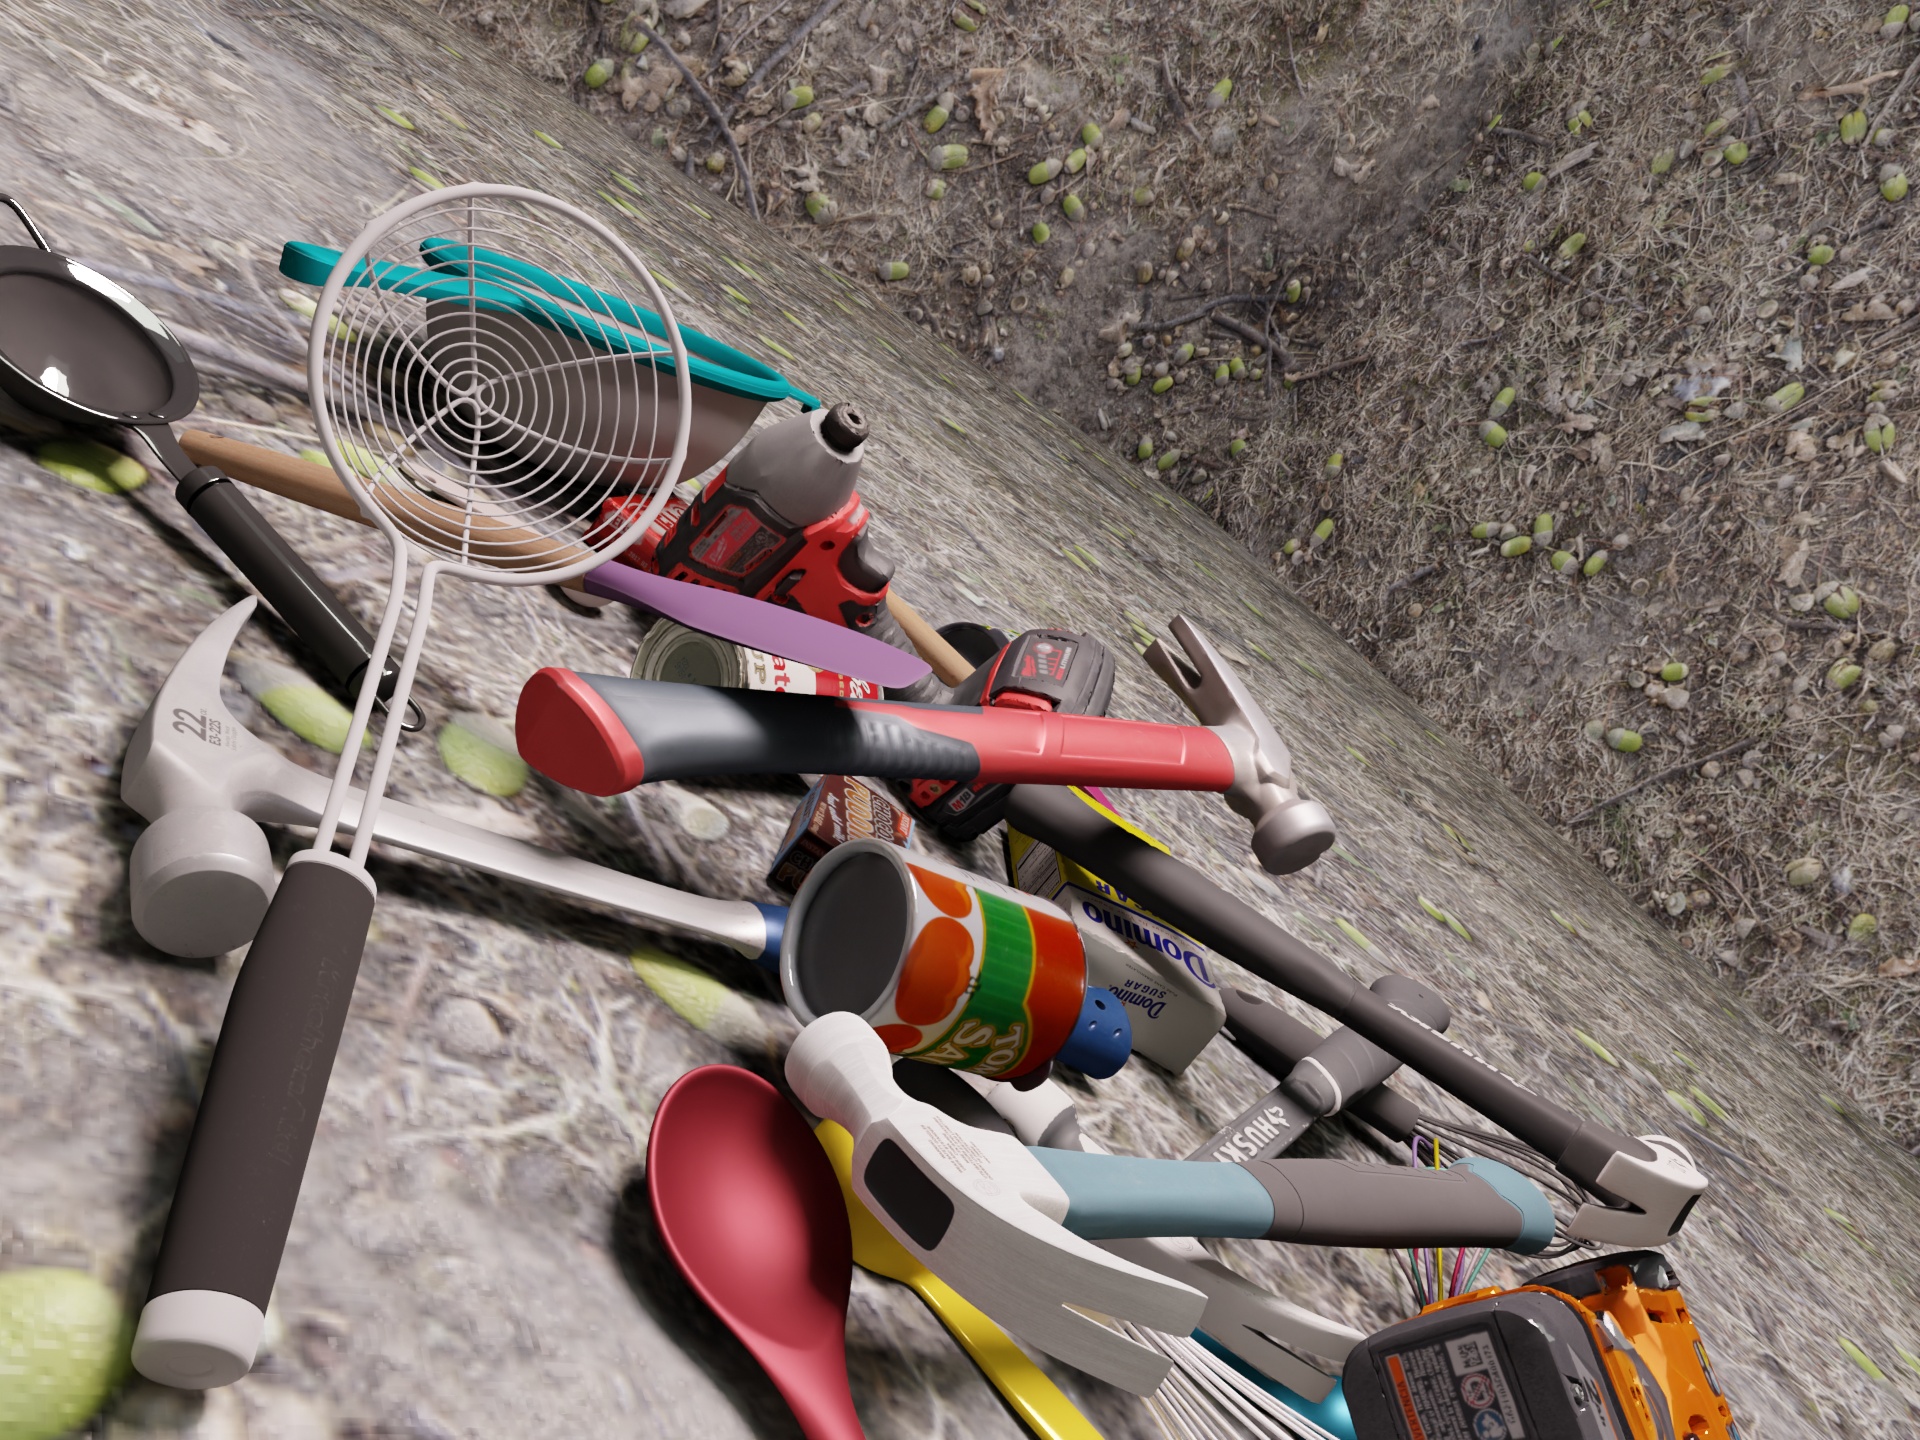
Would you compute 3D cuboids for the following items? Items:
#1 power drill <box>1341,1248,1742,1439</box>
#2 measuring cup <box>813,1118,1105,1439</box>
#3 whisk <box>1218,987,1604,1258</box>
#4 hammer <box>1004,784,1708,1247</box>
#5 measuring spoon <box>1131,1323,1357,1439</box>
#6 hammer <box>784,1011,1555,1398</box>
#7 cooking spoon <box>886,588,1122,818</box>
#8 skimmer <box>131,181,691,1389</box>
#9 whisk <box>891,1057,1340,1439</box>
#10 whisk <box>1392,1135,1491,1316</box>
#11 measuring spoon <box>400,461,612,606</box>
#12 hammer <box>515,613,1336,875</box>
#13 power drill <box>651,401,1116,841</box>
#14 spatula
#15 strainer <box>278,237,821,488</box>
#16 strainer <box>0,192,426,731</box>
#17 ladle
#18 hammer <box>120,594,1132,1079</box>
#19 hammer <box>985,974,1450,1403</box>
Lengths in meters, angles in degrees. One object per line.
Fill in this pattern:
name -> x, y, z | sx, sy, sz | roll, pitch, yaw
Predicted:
power drill -> 0.225, 0.272, 0.547 | 0.226, 0.084, 0.164 | 22, 46, -52
measuring cup -> 0.011, 0.174, 0.480 | 0.157, 0.029, 0.062 | 43, 17, 24
whisk -> 0.234, 0.210, 0.838 | 0.239, 0.055, 0.055 | 33, 16, 2
hammer -> 0.155, 0.115, 0.691 | 0.335, 0.035, 0.146 | 32, 7, 27
measuring spoon -> 0.103, 0.223, 0.556 | 0.128, 0.021, 0.042 | 35, 16, -9
hammer -> 0.101, 0.159, 0.531 | 0.330, 0.033, 0.128 | 17, 16, -41
cooking spoon -> 0.027, 0.001, 0.920 | 0.318, 0.017, 0.069 | 43, 10, -35
skimmer -> -0.138, -0.017, 0.421 | 0.127, 0.090, 0.364 | 37, 30, -33
whisk -> 0.065, 0.203, 0.486 | 0.285, 0.070, 0.070 | 41, 15, 33
whisk -> 0.206, 0.250, 0.678 | 0.051, 0.047, 0.245 | 27, 19, 9
measuring spoon -> -0.219, -0.088, 0.767 | 0.124, 0.018, 0.034 | 31, 16, 2
hammer -> -0.001, -0.002, 0.651 | 0.386, 0.038, 0.143 | 5, 45, -42
power drill -> -0.034, -0.053, 0.791 | 0.219, 0.143, 0.079 | 41, 37, -13
spatula -> -0.160, -0.063, 0.600 | 0.316, 0.018, 0.060 | 18, 17, 12
strainer -> -0.232, -0.180, 0.834 | 0.211, 0.095, 0.340 | 27, 15, 16
strainer -> -0.281, -0.087, 0.576 | 0.258, 0.050, 0.087 | 46, 23, 8
ladle -> -0.007, 0.207, 0.360 | 0.069, 0.031, 0.316 | 19, 26, -43
hammer -> -0.085, 0.067, 0.567 | 0.405, 0.035, 0.144 | 24, 21, -39
hammer -> 0.159, 0.171, 0.711 | 0.149, 0.036, 0.408 | 37, 19, 23
